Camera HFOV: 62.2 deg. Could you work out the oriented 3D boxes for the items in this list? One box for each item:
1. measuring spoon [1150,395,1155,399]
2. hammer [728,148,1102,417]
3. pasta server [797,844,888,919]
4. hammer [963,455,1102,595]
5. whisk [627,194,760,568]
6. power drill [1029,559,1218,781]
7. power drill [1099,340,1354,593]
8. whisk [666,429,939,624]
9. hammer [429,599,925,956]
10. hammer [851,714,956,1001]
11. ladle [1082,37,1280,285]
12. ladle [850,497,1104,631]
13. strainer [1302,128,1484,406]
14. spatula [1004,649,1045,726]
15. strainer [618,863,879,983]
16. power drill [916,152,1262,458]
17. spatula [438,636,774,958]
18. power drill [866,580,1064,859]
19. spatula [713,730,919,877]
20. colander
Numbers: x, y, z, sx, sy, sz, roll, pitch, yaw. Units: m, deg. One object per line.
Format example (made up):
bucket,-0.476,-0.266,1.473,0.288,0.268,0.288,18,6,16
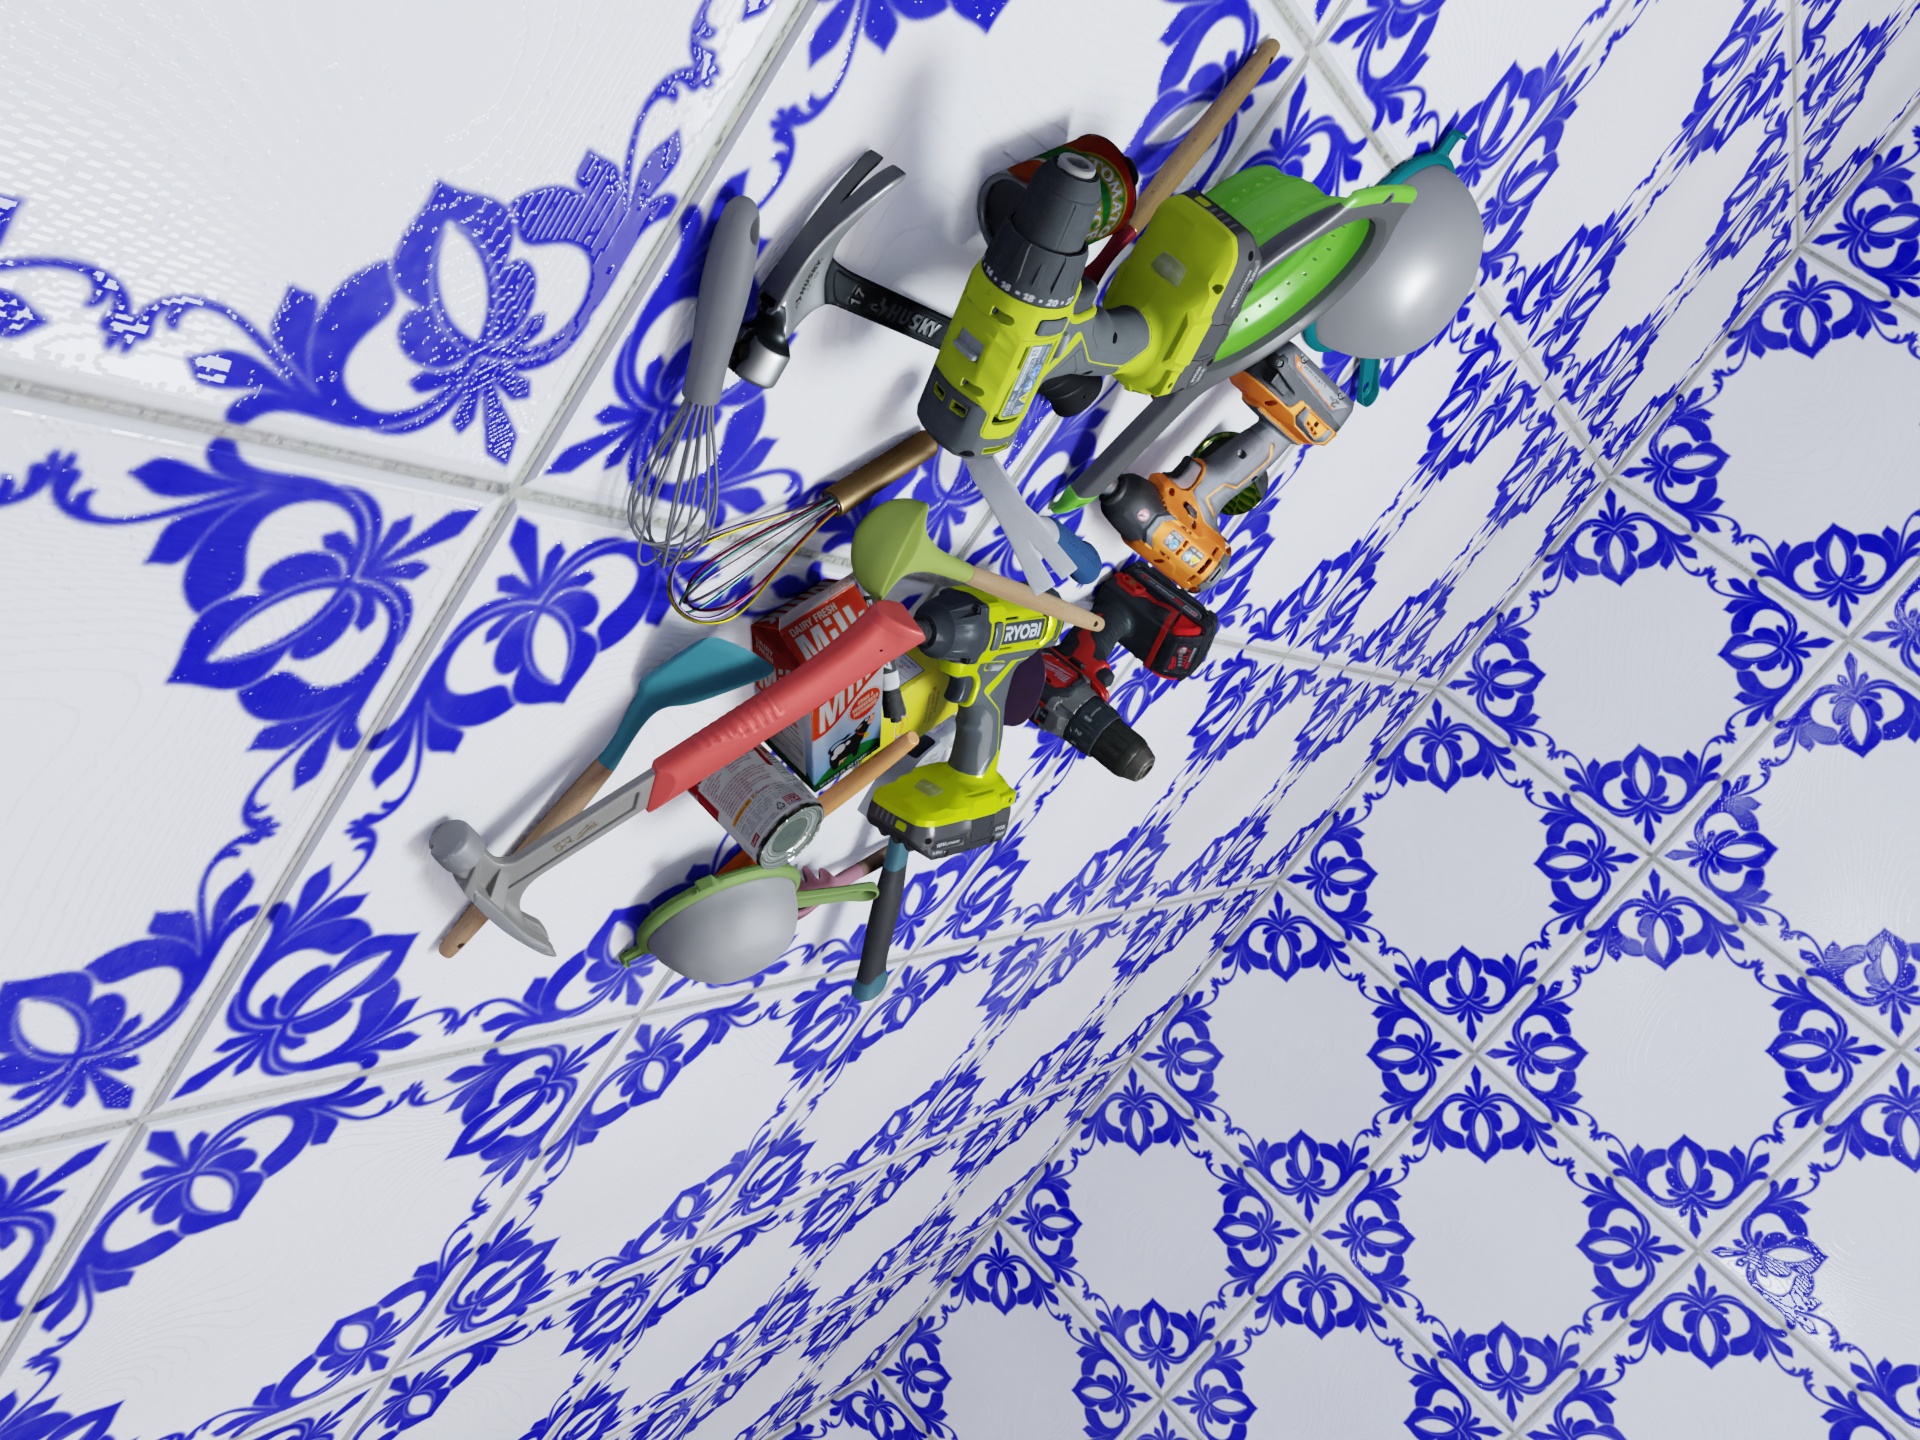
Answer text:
measuring spoon,0.180,-0.321,1.344,0.021,0.011,0.116,-29,148,-38
hammer,0.002,-0.264,1.085,0.149,0.036,0.408,-56,157,18
pasta server,-0.091,0.136,1.590,0.316,0.040,0.060,-25,149,-50
hammer,0.069,-0.148,1.267,0.035,0.144,0.405,-32,171,10
whisk,-0.153,-0.189,0.922,0.055,0.055,0.238,-22,142,-46
power drill,0.153,-0.045,1.521,0.227,0.188,0.080,-33,155,-39
power drill,0.229,-0.241,1.436,0.164,0.084,0.226,31,103,-36
whisk,-0.103,-0.136,1.099,0.245,0.047,0.051,-38,155,-30
hammer,-0.180,0.031,1.112,0.359,0.037,0.149,-33,141,-4
hammer,-0.066,0.151,1.570,0.128,0.033,0.330,-34,146,-46
ladle,0.132,-0.364,1.120,0.315,0.031,0.069,-53,158,-9
ladle,0.029,-0.103,1.230,0.320,0.062,0.078,15,105,-51
strainer,0.439,-0.395,1.567,0.211,0.095,0.340,-43,156,-10
spatula,0.024,0.017,1.510,0.018,0.060,0.315,-3,154,-21
strainer,-0.160,0.184,1.399,0.256,0.069,0.151,-2,149,-46
power drill,0.087,-0.269,1.004,0.228,0.080,0.190,-23,150,-43
spatula,-0.263,0.057,1.126,0.317,0.044,0.082,-49,150,6
power drill,-0.002,-0.004,1.332,0.171,0.080,0.223,-12,121,-48
spatula,-0.133,0.096,1.353,0.081,0.041,0.322,-14,162,-49
colander,0.177,-0.313,1.272,0.204,0.094,0.397,-22,165,-46
